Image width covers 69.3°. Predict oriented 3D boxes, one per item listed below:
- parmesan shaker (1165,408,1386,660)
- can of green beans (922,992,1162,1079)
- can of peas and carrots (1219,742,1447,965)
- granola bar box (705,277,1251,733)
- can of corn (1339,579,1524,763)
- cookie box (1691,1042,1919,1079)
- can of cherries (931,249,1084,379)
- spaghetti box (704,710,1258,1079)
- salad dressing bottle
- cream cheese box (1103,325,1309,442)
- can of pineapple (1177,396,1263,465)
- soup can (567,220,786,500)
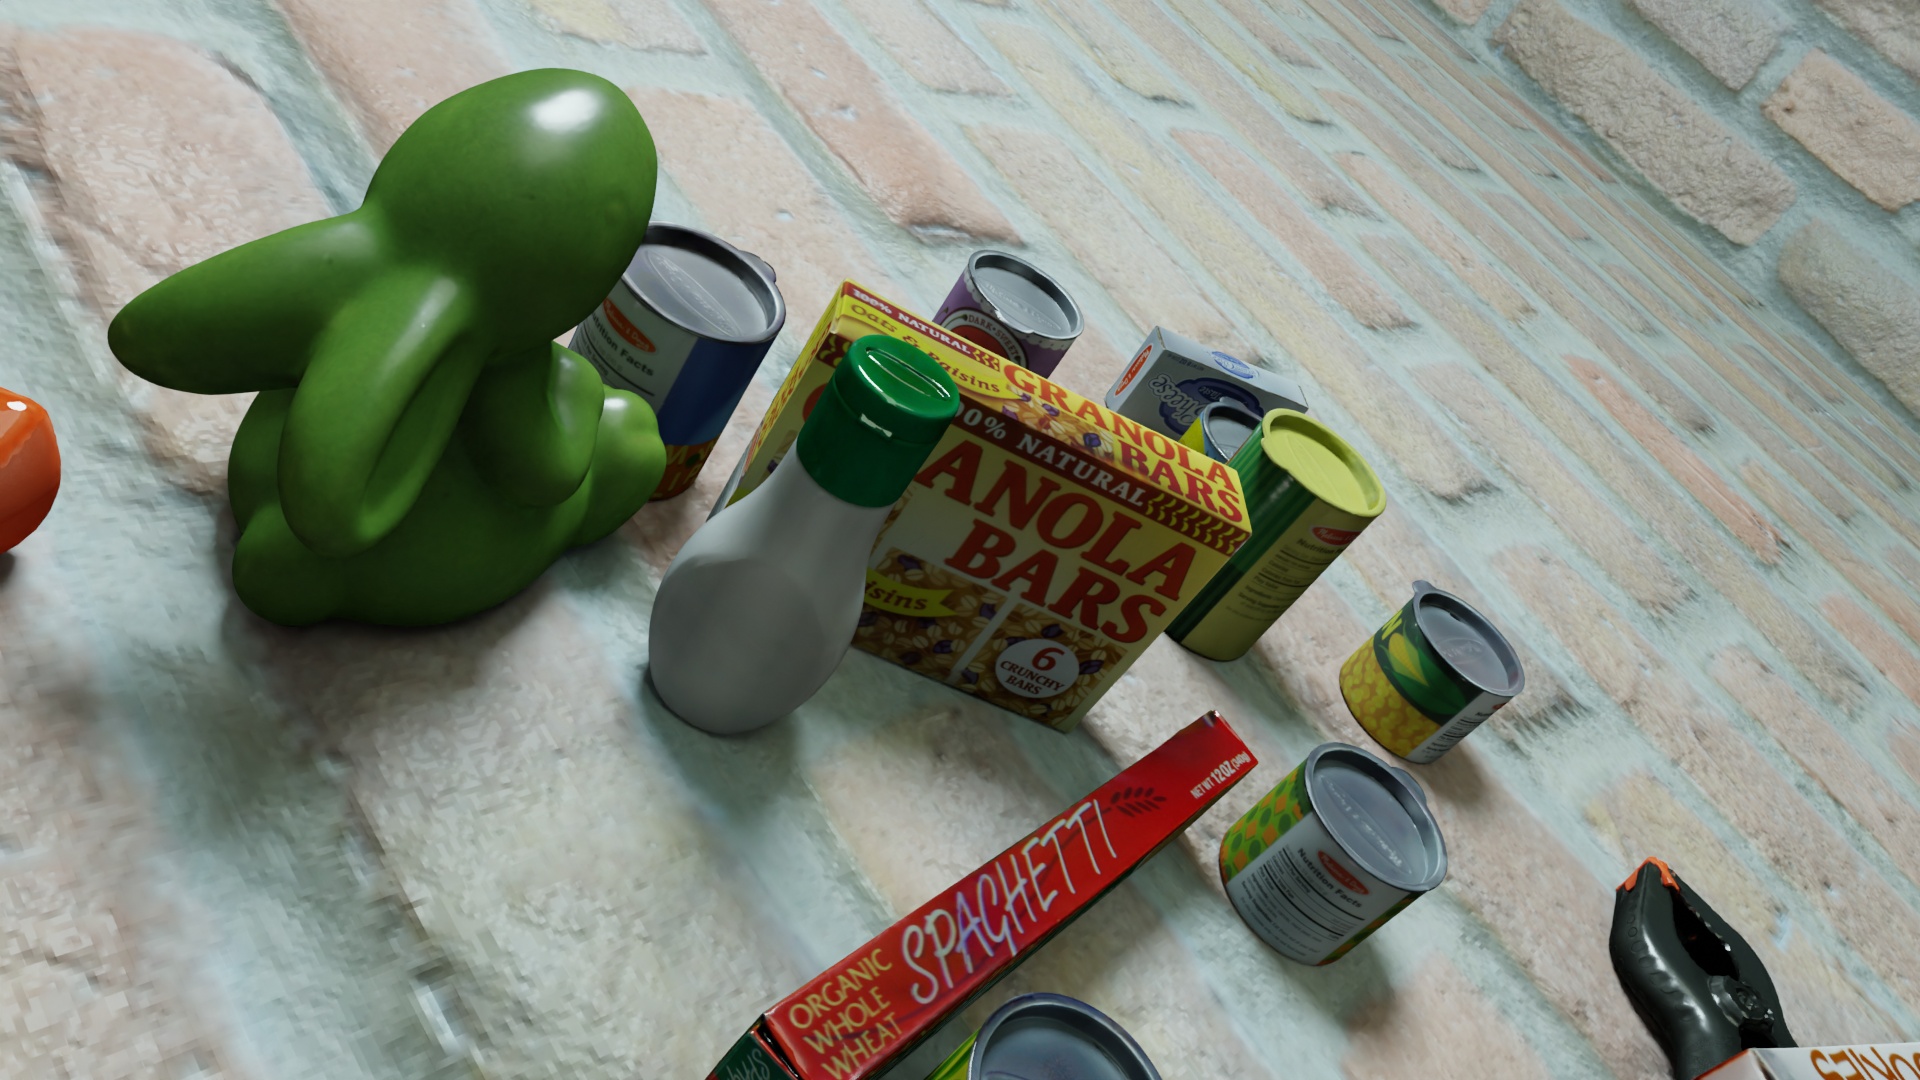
[{"bbox_3d":[0.133,-0.002,0.637,0.071,0.102,0.072,23,37,-19],"label":"parmesan shaker"},{"bbox_3d":[0.017,0.168,0.380,0.071,0.057,0.071,23,37,-18],"label":"can of green beans"},{"bbox_3d":[0.145,0.121,0.543,0.071,0.058,0.071,23,37,-18],"label":"can of peas and carrots"},{"bbox_3d":[0.002,-0.006,0.512,0.165,0.123,0.039,24,36,-17],"label":"granola bar box"},{"bbox_3d":[0.228,0.064,0.680,0.071,0.058,0.071,23,37,-18],"label":"can of corn"},{"bbox_3d":[0.211,0.203,0.409,0.123,0.166,0.040,11,42,-32],"label":"cookie box"},{"bbox_3d":[0.018,-0.101,0.693,0.071,0.058,0.072,23,37,-18],"label":"can of cherries"},{"bbox_3d":[0.019,0.117,0.448,0.029,0.050,0.251,48,37,17],"label":"spaghetti box"},{"bbox_3d":[-0.050,0.001,0.438,0.064,0.147,0.044,32,35,-7],"label":"salad dressing bottle"},{"bbox_3d":[0.137,-0.078,0.772,0.104,0.053,0.024,17,39,-26],"label":"cream cheese box"},{"bbox_3d":[0.135,-0.029,0.710,0.071,0.057,0.071,23,37,-18],"label":"can of pineapple"},{"bbox_3d":[-0.111,-0.067,0.521,0.071,0.083,0.072,23,37,-18],"label":"soup can"}]
